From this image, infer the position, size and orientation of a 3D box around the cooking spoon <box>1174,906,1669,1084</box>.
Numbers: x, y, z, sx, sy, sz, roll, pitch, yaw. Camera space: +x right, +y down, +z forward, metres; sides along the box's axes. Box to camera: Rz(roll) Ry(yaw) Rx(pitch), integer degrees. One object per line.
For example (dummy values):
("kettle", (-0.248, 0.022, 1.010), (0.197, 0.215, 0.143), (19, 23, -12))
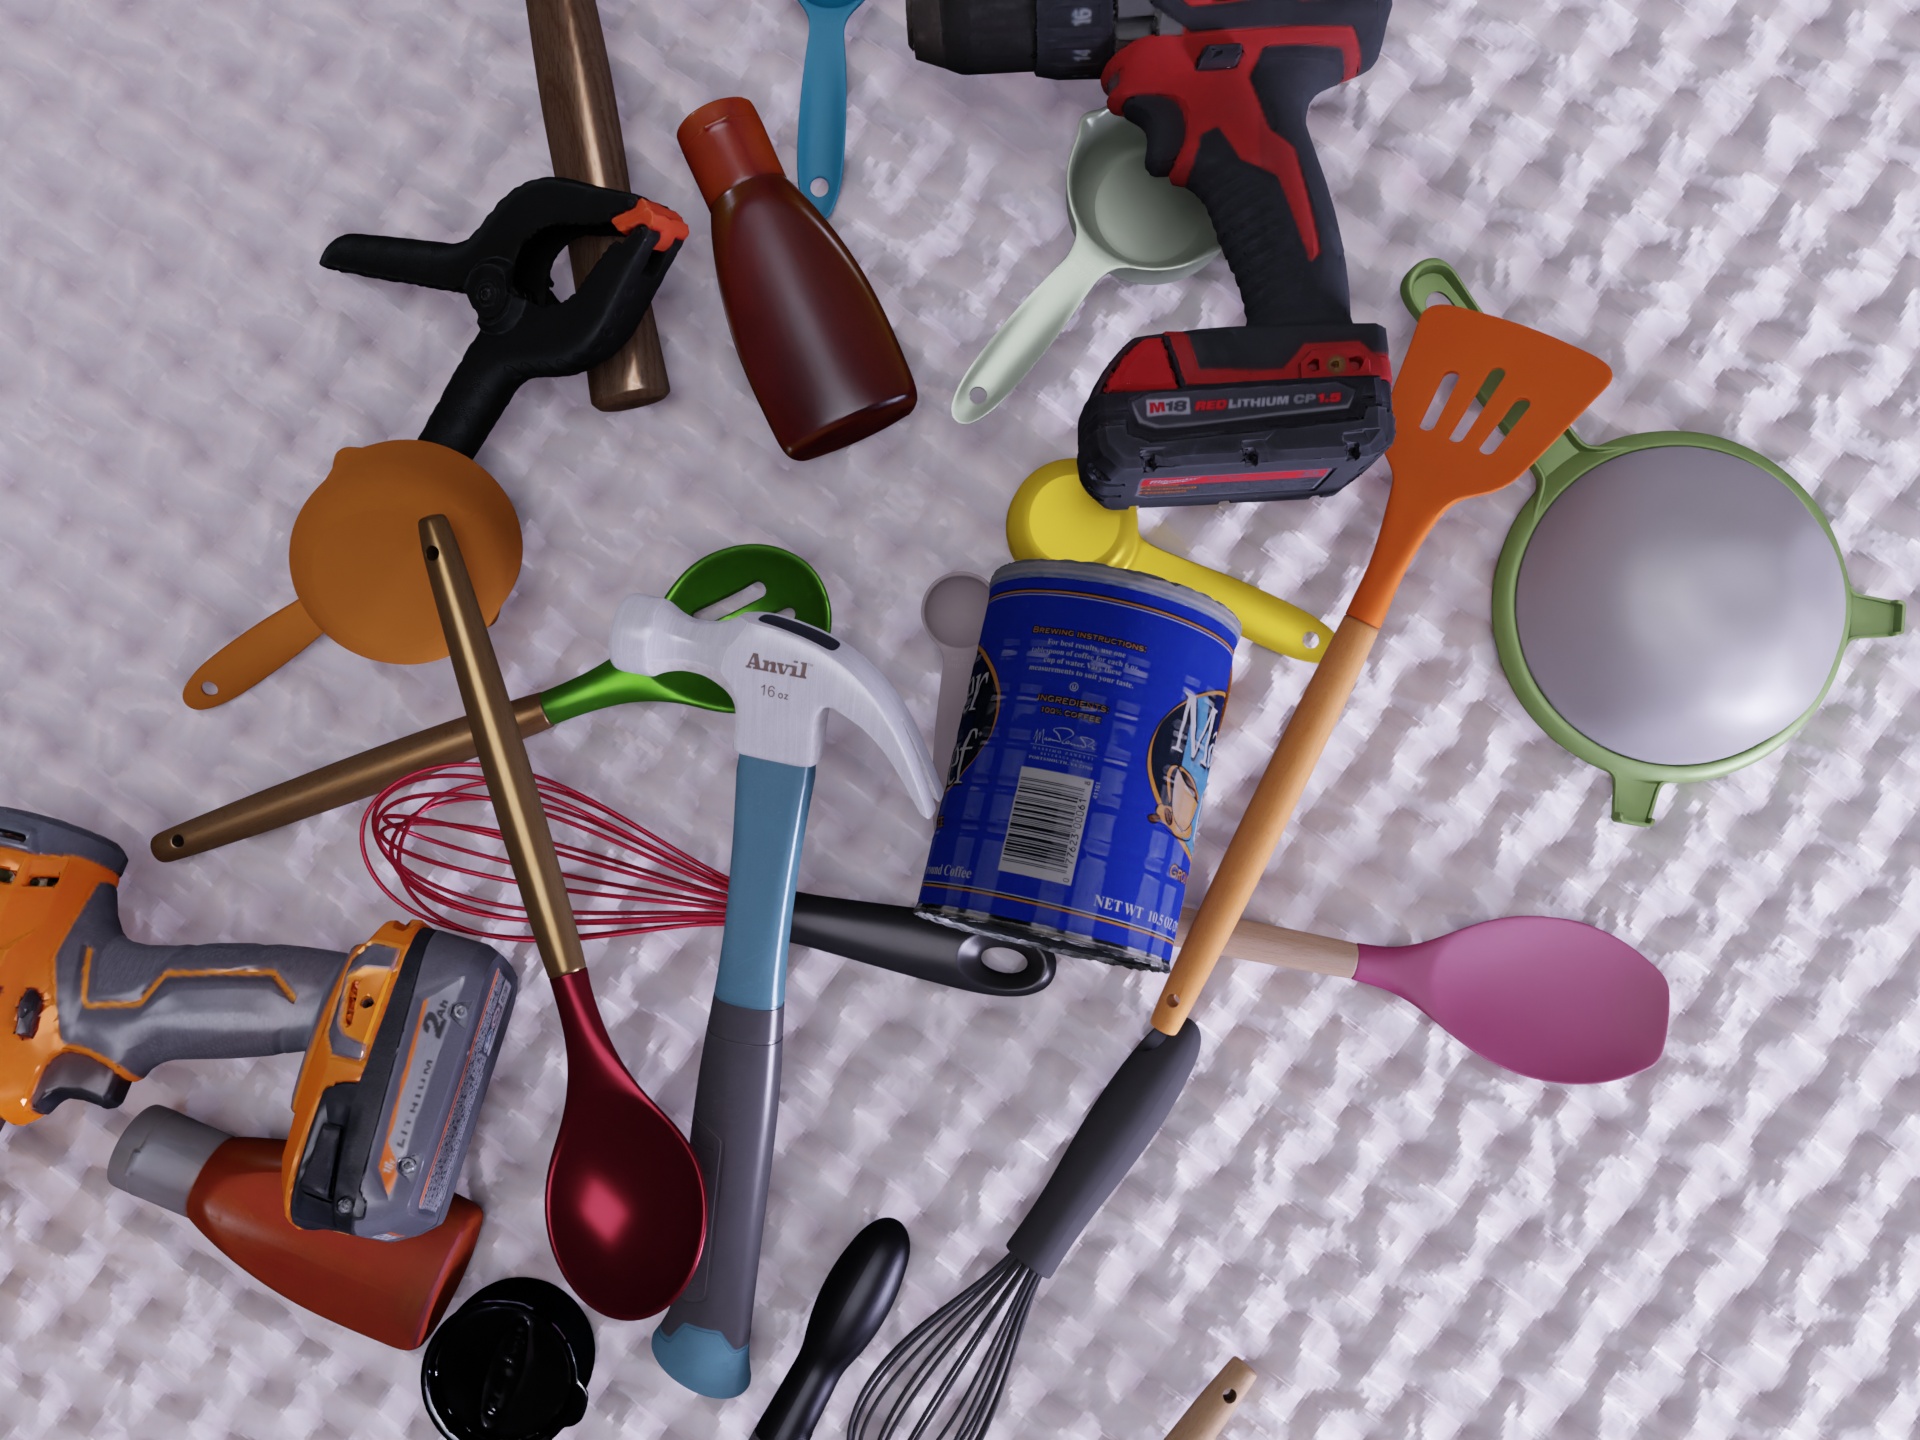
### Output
("cooking spoon", (0.141, 0.097, 0.675), (0.319, 0.017, 0.069), (11, 80, 1))

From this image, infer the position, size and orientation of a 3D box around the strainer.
("strainer", (0.270, -0.091, 0.651), (0.151, 0.069, 0.256), (-37, 90, 0))

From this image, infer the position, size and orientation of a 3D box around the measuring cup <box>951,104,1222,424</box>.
("measuring cup", (0.053, -0.189, 0.676), (0.083, 0.038, 0.167), (40, 92, 2))

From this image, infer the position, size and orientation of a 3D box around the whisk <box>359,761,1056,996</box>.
("whisk", (-0.103, 0.074, 0.665), (0.296, 0.073, 0.073), (13, 89, -4))

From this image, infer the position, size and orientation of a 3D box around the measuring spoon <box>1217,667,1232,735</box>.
("measuring spoon", (0.094, 0.021, 0.677), (0.021, 0.011, 0.117), (18, 78, 8))

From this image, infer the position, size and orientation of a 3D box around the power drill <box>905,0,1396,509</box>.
("power drill", (0.076, -0.202, 0.620), (0.188, 0.080, 0.227), (-3, 86, 1))

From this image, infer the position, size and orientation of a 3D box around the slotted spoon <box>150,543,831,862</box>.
("slotted spoon", (-0.202, 0.002, 0.682), (0.314, 0.031, 0.070), (-20, 88, 3))

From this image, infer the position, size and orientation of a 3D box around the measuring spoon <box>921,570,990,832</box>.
("measuring spoon", (-0.001, -0.002, 0.686), (0.034, 0.018, 0.124), (2, 95, 1))

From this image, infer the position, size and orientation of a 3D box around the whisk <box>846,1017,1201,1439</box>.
("whisk", (0.029, 0.224, 0.664), (0.055, 0.055, 0.239), (35, 85, 2))

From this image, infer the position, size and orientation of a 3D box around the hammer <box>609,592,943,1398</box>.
("hammer", (-0.086, 0.121, 0.626), (0.128, 0.033, 0.331), (11, 107, 7))

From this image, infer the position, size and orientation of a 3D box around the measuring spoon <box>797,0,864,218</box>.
("measuring spoon", (-0.058, -0.282, 0.694), (0.042, 0.021, 0.128), (4, 98, 1))

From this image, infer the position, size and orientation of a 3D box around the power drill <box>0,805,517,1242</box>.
("power drill", (-0.309, 0.136, 0.624), (0.226, 0.084, 0.164), (14, 68, -1))

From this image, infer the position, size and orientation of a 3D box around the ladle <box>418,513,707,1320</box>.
("ladle", (-0.160, 0.073, 0.612), (0.069, 0.031, 0.315), (-16, 89, 13))

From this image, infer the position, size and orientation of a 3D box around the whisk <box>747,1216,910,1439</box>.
("whisk", (-0.095, 0.336, 0.660), (0.070, 0.070, 0.284), (29, 84, 2))

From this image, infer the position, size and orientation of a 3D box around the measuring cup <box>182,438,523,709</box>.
("measuring cup", (-0.264, -0.044, 0.661), (0.173, 0.052, 0.095), (-33, 113, 9))

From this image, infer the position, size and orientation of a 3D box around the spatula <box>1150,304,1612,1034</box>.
("spatula", (0.155, -0.017, 0.648), (0.081, 0.041, 0.322), (28, 97, 23))

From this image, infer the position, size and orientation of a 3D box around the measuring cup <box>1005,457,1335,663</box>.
("measuring cup", (0.092, -0.062, 0.674), (0.156, 0.029, 0.062), (26, 89, 4))

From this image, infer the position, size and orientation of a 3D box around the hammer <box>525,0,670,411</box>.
("hammer", (-0.166, -0.299, 0.674), (0.130, 0.031, 0.331), (-9, 92, 22))

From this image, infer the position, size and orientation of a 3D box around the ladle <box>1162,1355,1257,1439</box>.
("ladle", (0.018, 0.395, 0.666), (0.078, 0.062, 0.320), (40, 83, 4))
